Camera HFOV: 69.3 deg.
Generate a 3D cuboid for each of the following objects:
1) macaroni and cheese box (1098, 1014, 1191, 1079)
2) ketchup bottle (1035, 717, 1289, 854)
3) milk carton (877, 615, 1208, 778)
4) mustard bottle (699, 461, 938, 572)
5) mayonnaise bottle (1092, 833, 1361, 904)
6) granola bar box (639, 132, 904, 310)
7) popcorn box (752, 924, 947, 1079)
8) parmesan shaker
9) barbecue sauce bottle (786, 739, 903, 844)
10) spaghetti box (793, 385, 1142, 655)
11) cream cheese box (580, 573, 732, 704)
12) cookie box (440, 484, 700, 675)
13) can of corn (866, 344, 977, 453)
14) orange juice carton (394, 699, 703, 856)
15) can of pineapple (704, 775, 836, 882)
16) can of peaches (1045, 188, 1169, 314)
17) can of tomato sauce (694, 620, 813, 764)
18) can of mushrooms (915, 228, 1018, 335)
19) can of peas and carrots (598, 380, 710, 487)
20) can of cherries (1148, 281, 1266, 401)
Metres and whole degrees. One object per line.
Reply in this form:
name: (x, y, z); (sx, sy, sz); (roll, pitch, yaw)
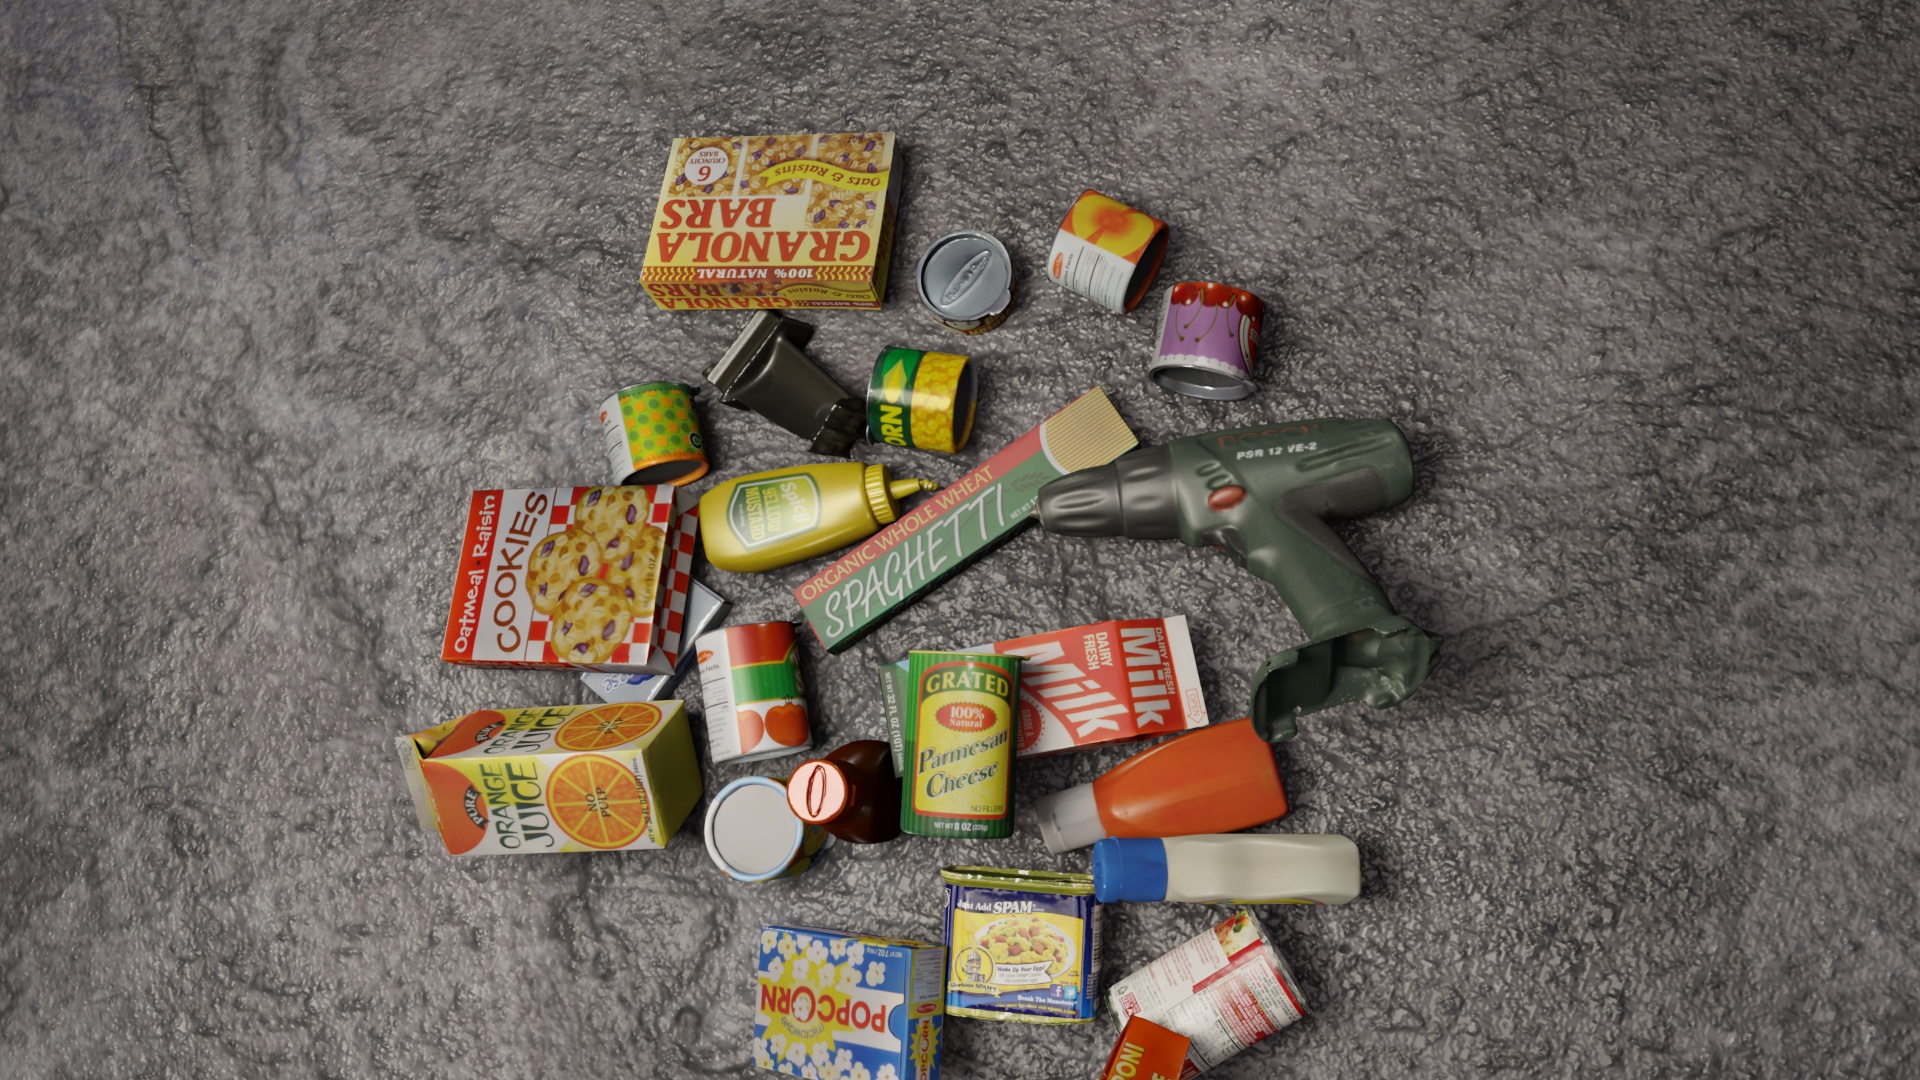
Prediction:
macaroni and cheese box: (0.071, 0.360, 0.747); (0.040, 0.124, 0.165); (19, 114, 15)
ketchup bottle: (0.122, 0.156, 0.853); (0.149, 0.043, 0.065); (-17, 76, 8)
milk carton: (0.053, 0.098, 0.863); (0.190, 0.073, 0.072); (-12, 77, 9)
mustard bottle: (-0.093, -0.023, 0.930); (0.160, 0.048, 0.065); (-14, 76, 9)
mayonnaise bottle: (0.153, 0.192, 0.811); (0.148, 0.064, 0.041); (0, 77, -5)
granola bar box: (-0.129, -0.223, 0.972); (0.165, 0.039, 0.124); (2, 67, 12)
popcorn box: (-0.069, 0.284, 0.846); (0.126, 0.038, 0.085); (-5, 76, 38)
parmesan shaker: (0.003, 0.116, 0.797); (0.071, 0.071, 0.103); (1, 83, 12)
barbecue sauce bottle: (-0.064, 0.152, 0.838); (0.044, 0.148, 0.065); (6, 81, 12)
spaghetti box: (0.003, -0.012, 0.919); (0.250, 0.028, 0.050); (-34, 74, 4)
cream cheese box: (-0.208, 0.070, 0.949); (0.053, 0.024, 0.104); (35, 88, 16)
cookie box: (-0.265, 0.027, 0.945); (0.167, 0.040, 0.123); (-1, 73, 21)
can of corn: (-0.025, -0.091, 0.920); (0.058, 0.071, 0.071); (9, 81, 13)
orange juice carton: (-0.276, 0.156, 0.910); (0.193, 0.073, 0.071); (-4, 109, 11)
can of pineapple: (-0.122, 0.184, 0.891); (0.071, 0.058, 0.071); (-2, 79, 11)
can of peaches: (0.099, -0.191, 0.916); (0.058, 0.071, 0.071); (29, 86, 16)
can of tomato sauce: (-0.133, 0.099, 0.907); (0.071, 0.071, 0.083); (-13, 78, 9)
can of mushrooms: (0.007, -0.174, 0.948); (0.071, 0.033, 0.071); (-2, 78, 11)
can of peas and carrots: (-0.208, -0.071, 0.957); (0.071, 0.071, 0.059); (-18, 77, 8)
can of cherries: (0.161, -0.127, 0.889); (0.071, 0.071, 0.058); (10, 80, 14)
